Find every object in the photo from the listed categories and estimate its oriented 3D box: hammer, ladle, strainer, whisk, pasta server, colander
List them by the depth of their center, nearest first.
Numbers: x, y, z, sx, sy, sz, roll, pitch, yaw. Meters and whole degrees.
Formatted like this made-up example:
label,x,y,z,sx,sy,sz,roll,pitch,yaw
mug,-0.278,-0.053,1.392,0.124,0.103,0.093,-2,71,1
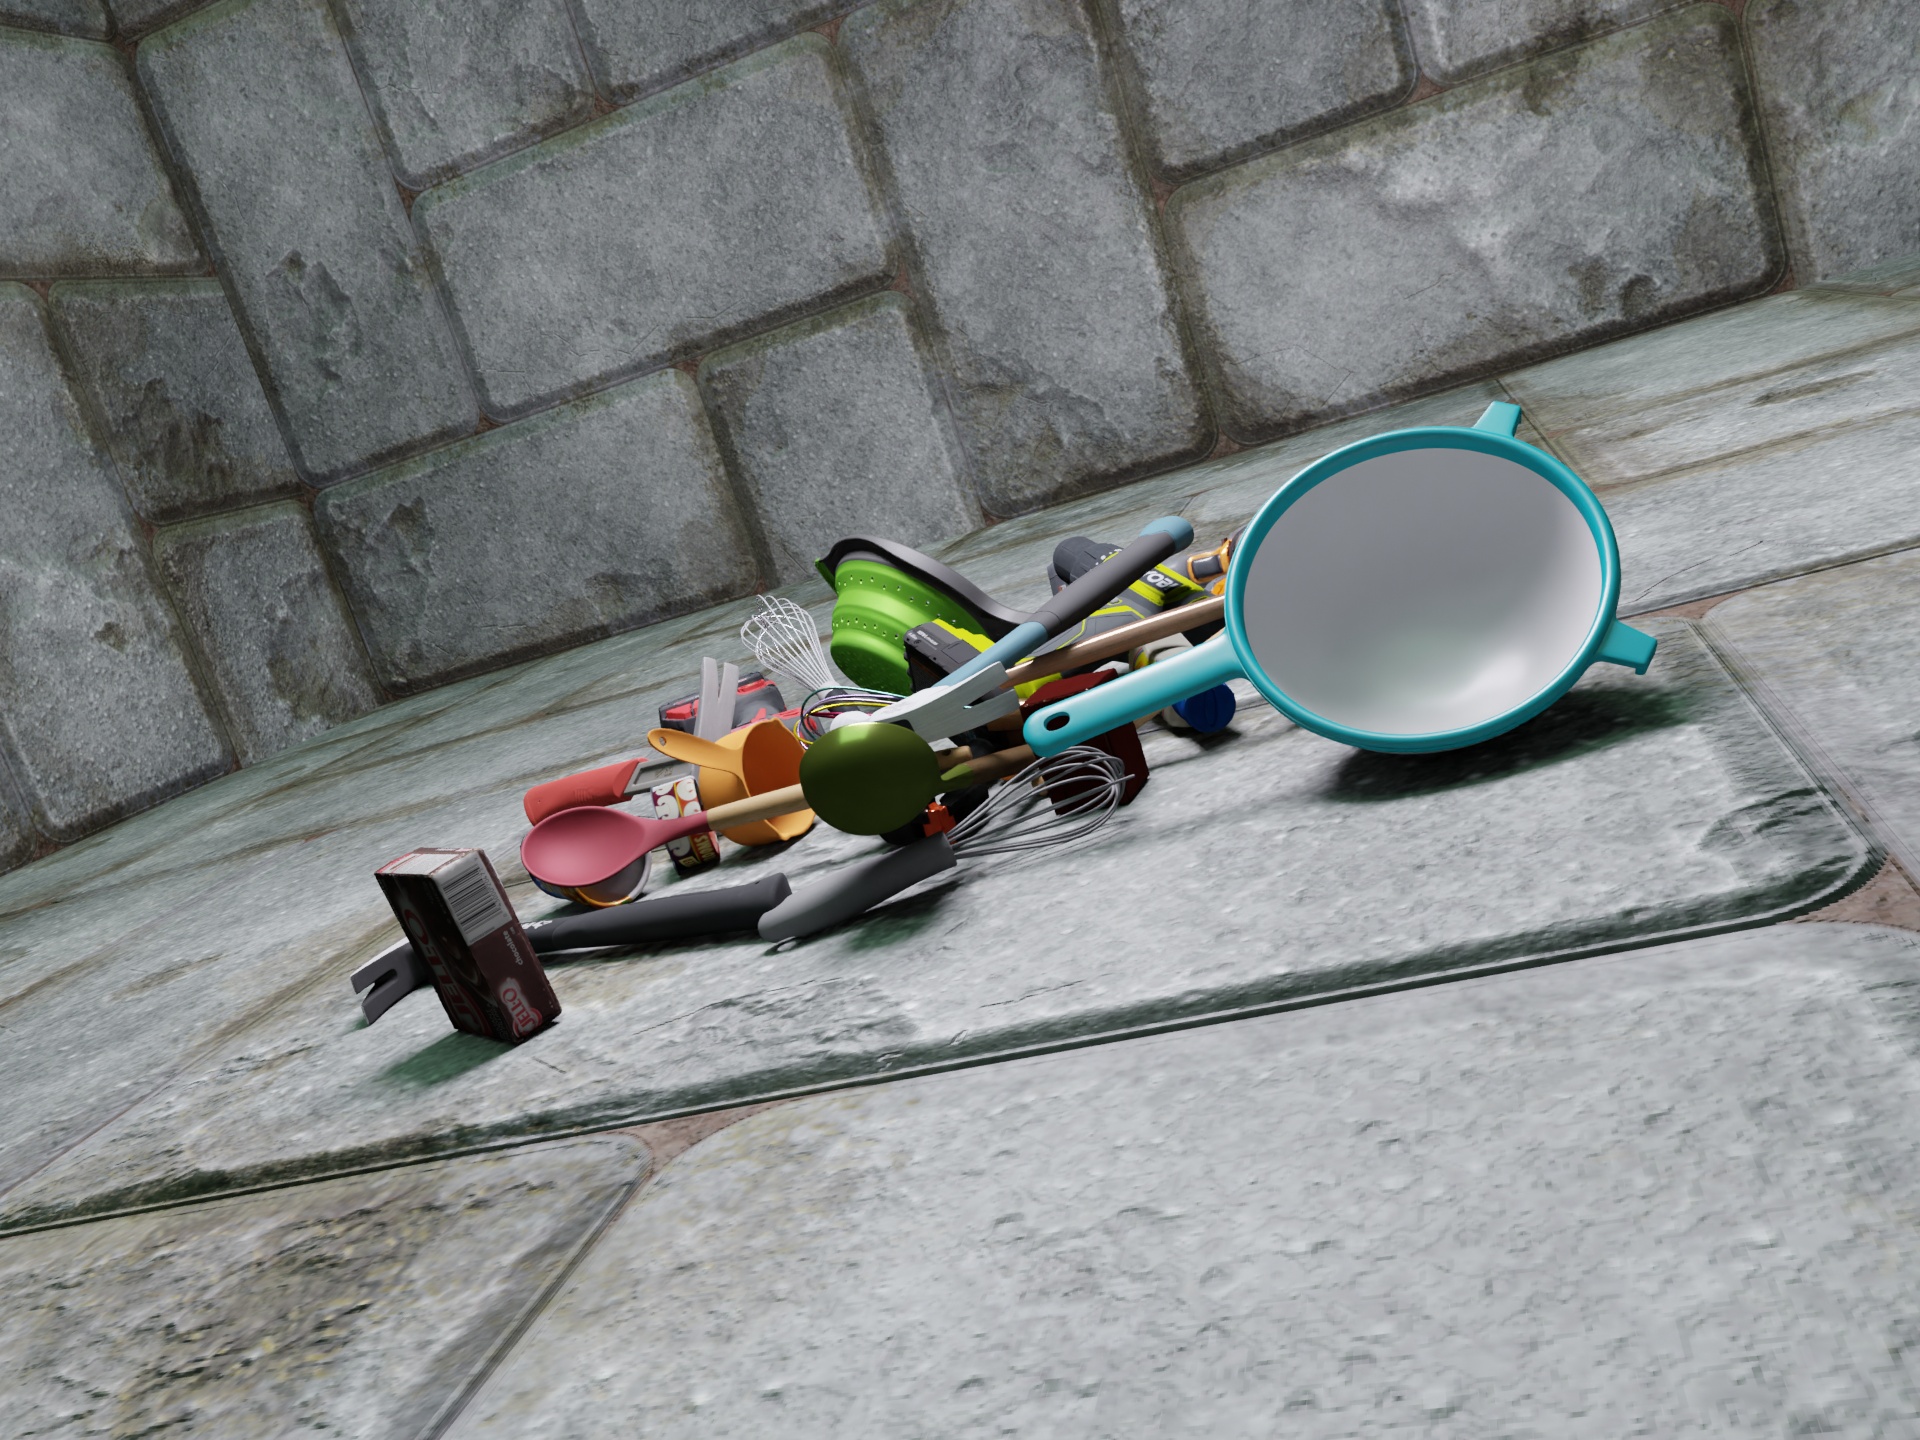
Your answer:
label,x,y,z,sx,sy,sz,roll,pitch,yaw
strainer,0.206,-0.034,0.921,0.340,0.211,0.095,-22,-35,11
whisk,-0.007,0.076,0.932,0.239,0.055,0.055,-24,12,-6
ladle,0.008,0.021,1.007,0.078,0.062,0.320,-36,-12,27
hammer,-0.245,0.138,1.028,0.335,0.035,0.146,-11,12,30
ladle,-0.144,0.059,1.070,0.315,0.031,0.069,-14,48,8
strainer,0.308,-0.070,1.097,0.151,0.069,0.256,-35,-9,28
pasta server,0.173,-0.085,1.115,0.316,0.040,0.060,-19,16,7
hammer,0.059,-0.067,1.125,0.128,0.033,0.331,-8,22,49
whisk,-0.002,-0.005,1.139,0.245,0.051,0.047,-3,6,10
hammer,-0.295,0.045,1.370,0.036,0.149,0.359,17,-17,-32
whisk,-0.128,-0.038,1.423,0.070,0.070,0.285,-22,37,-18
colander,0.007,-0.060,1.429,0.397,0.204,0.094,13,64,40

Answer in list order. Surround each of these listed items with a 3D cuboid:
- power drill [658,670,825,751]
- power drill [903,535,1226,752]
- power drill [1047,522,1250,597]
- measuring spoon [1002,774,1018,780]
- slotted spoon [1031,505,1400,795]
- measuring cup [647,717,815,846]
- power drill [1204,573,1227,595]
label,x,y,z,sx,sy,sz,roll,pitch,yaw
power drill,-0.205,0.022,1.429,0.143,0.078,0.220,-21,14,-12
power drill,0.073,-0.069,1.261,0.228,0.080,0.191,-27,38,-21
power drill,0.199,-0.135,1.477,0.226,0.084,0.185,-12,1,12
measuring spoon,0.064,0.023,1.164,0.021,0.011,0.117,-26,0,40
slotted spoon,0.171,-0.049,1.030,0.313,0.031,0.070,-38,7,12
measuring cup,-0.175,0.038,1.136,0.052,0.095,0.173,-20,-25,31
power drill,0.323,-0.122,1.279,0.226,0.084,0.164,-27,14,-21
